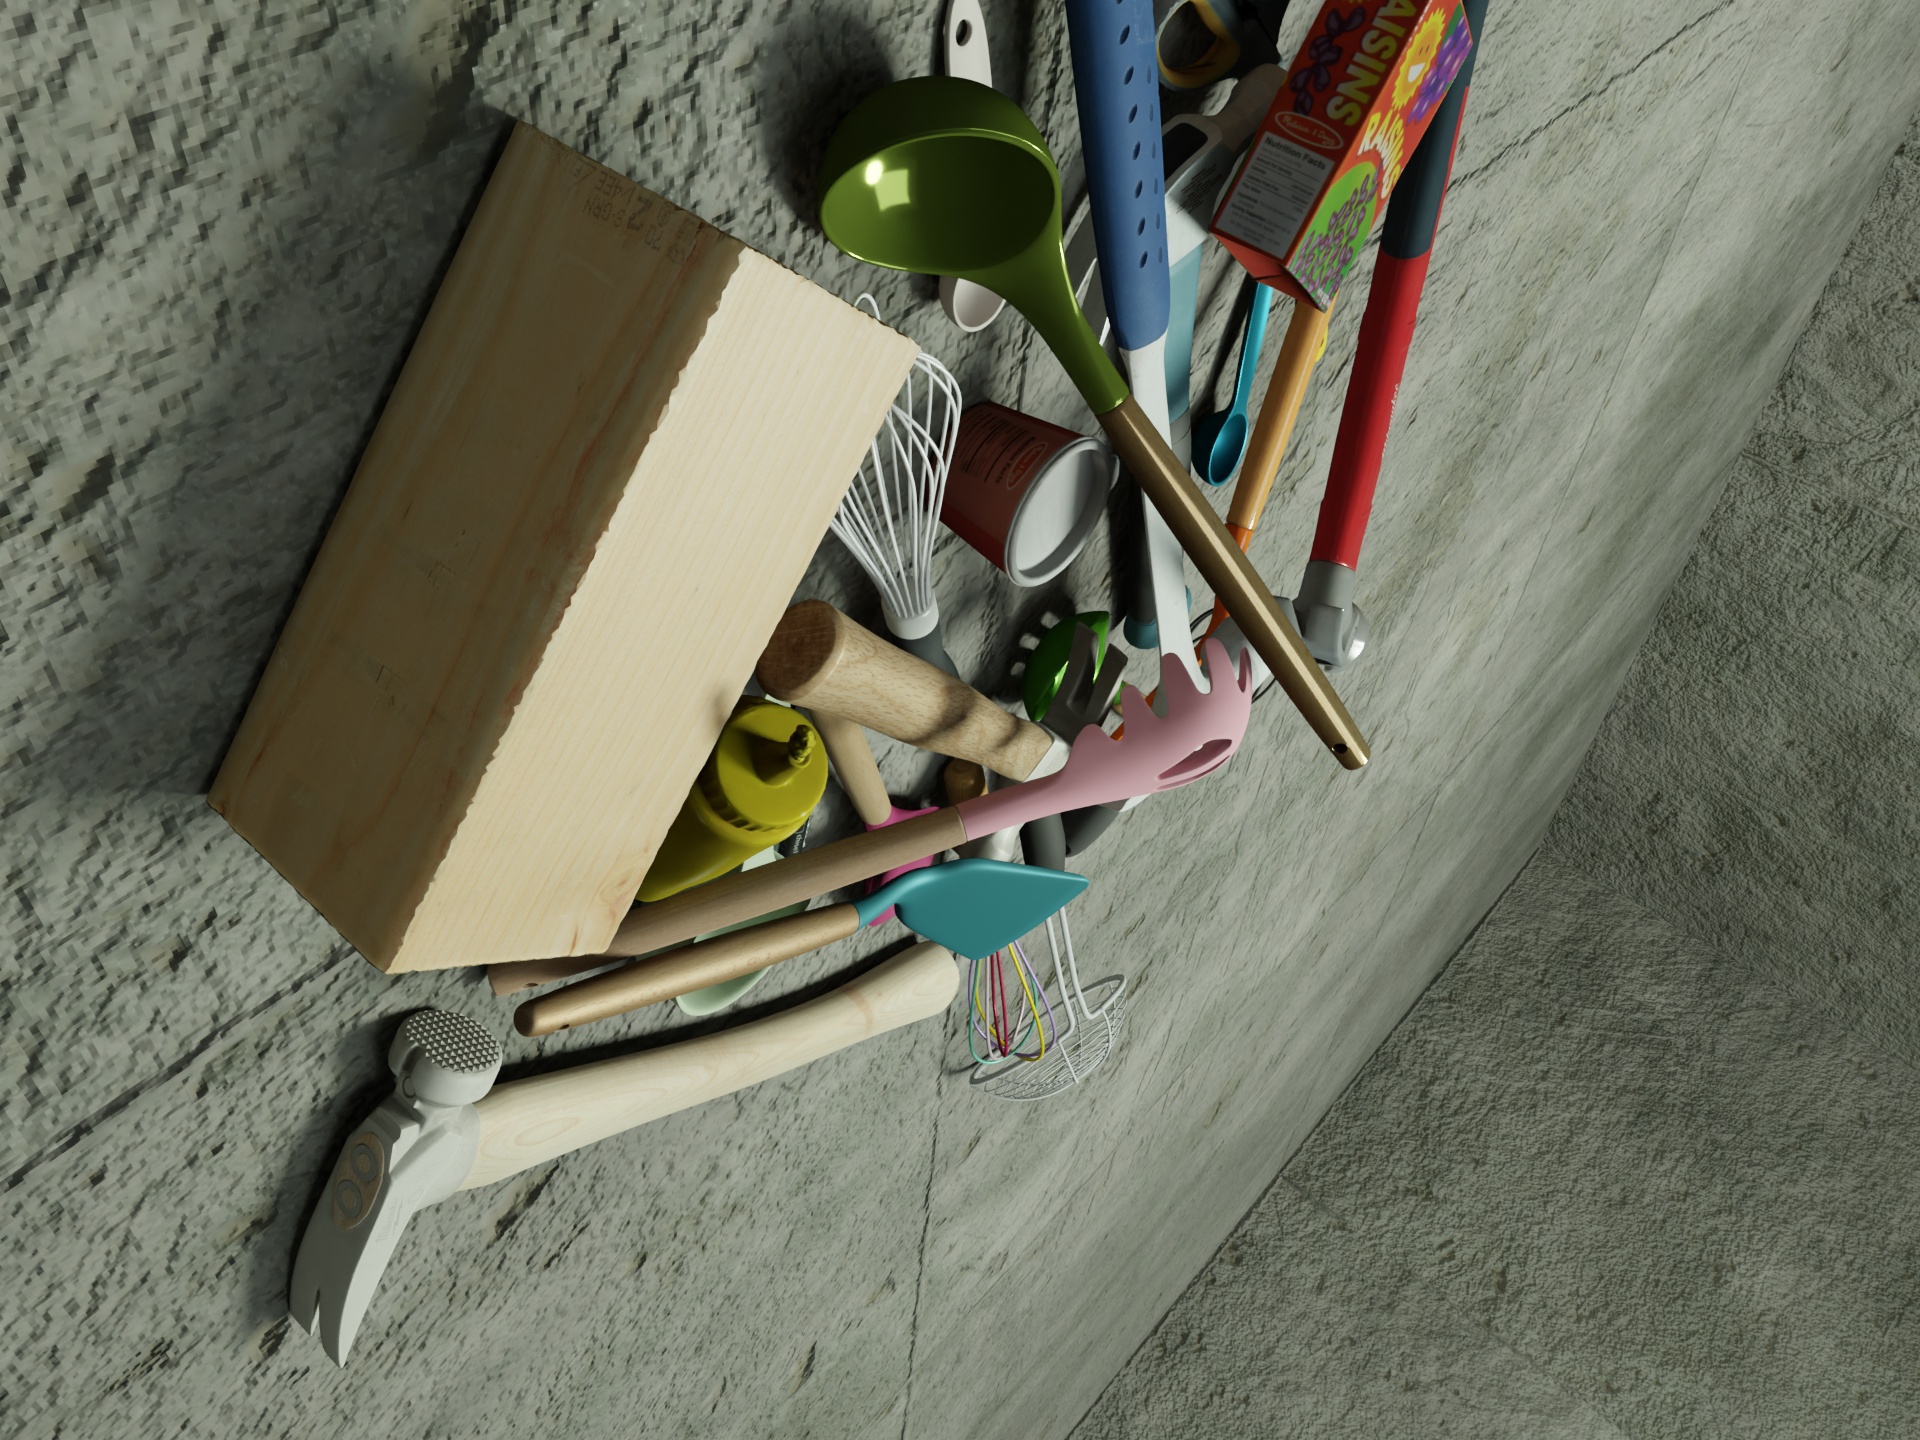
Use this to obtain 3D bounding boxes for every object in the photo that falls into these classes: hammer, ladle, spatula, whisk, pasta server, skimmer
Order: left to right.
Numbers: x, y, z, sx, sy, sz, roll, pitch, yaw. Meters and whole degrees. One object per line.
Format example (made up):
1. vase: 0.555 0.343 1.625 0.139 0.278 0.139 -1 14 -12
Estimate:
1. hammer: -0.121 0.170 0.749 0.410 0.038 0.146 -3 124 -60
2. spatula: -0.058 0.098 0.675 0.082 0.044 0.317 -39 164 30
3. pasta server: -0.028 0.042 0.613 0.316 0.040 0.060 -18 149 -6
4. whisk: -0.024 -0.062 0.630 0.070 0.070 0.284 -49 159 -16
5. hammer: -0.001 -0.002 0.662 0.130 0.031 0.331 -54 161 4
6. whisk: 0.014 0.114 0.892 0.051 0.047 0.244 -19 131 -10
7. skimmer: 0.042 0.120 0.991 0.127 0.090 0.362 -33 138 -20
8. hammer: 0.069 -0.136 0.613 0.144 0.035 0.405 -45 140 -32
9. ladle: 0.064 -0.085 0.562 0.320 0.078 0.062 50 42 -26
10. whisk: 0.110 0.015 0.910 0.055 0.055 0.238 -33 165 -41
11. hammer: 0.098 -0.141 0.764 0.128 0.033 0.330 -40 153 -18
12. spatula: 0.137 -0.122 0.785 0.081 0.041 0.322 -19 128 -74
13. hammer: 0.198 -0.216 0.710 0.143 0.038 0.386 13 90 -73

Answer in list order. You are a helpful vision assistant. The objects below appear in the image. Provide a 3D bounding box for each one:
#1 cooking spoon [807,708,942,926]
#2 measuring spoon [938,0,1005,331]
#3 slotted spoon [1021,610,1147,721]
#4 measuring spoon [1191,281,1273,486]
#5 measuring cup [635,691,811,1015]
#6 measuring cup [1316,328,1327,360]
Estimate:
1. cooking spoon: -0.042 0.031 0.710 0.069 0.017 0.318 -54 163 -15
2. measuring spoon: 0.000 -0.196 0.561 0.034 0.018 0.124 -40 144 -31
3. slotted spoon: 0.096 -0.011 0.936 0.070 0.031 0.313 -55 157 4
4. measuring spoon: 0.141 -0.186 0.827 0.042 0.021 0.128 -26 133 -51
5. measuring cup: -0.096 0.047 0.647 0.083 0.038 0.167 -29 142 -45
6. measuring cup: 0.195 -0.238 0.836 0.062 0.029 0.156 -50 152 -14
